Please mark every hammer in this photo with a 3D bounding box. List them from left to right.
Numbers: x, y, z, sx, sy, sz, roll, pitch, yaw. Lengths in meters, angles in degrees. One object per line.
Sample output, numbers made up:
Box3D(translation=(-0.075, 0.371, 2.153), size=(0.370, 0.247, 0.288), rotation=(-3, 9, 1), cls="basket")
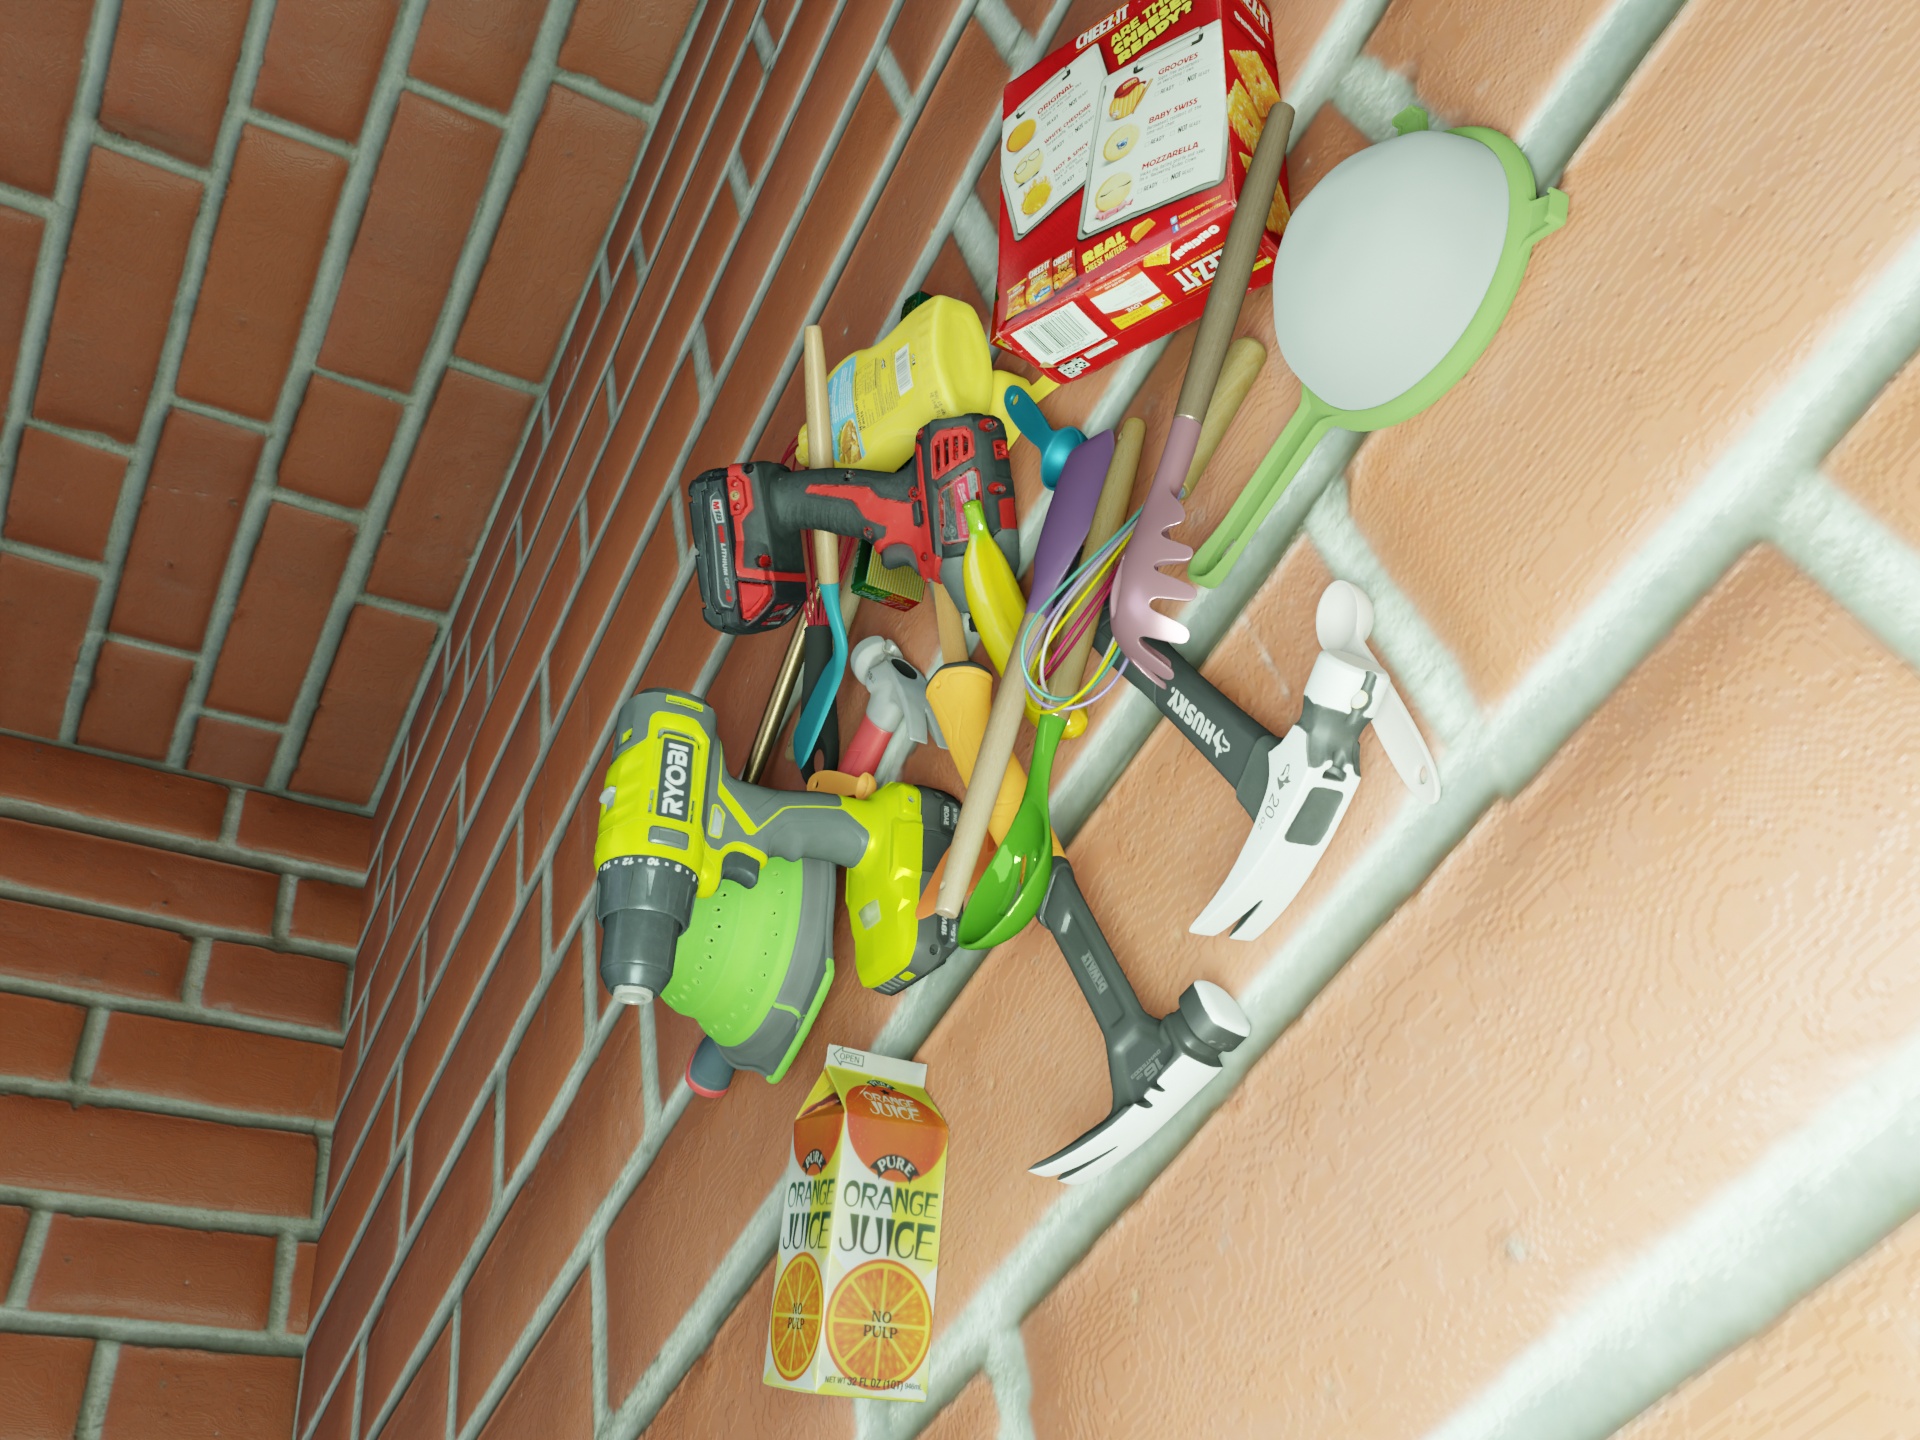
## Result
Box3D(translation=(-0.116, 0.134, 1.183), size=(0.386, 0.038, 0.143), rotation=(-64, 29, 19), cls="hammer")
Box3D(translation=(0.038, 0.082, 0.857), size=(0.127, 0.034, 0.337), rotation=(-49, 38, 19), cls="hammer")
Box3D(translation=(0.104, -0.018, 0.831), size=(0.335, 0.035, 0.146), rotation=(-126, 51, -61), cls="hammer")

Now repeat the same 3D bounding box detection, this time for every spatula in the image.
Box3D(translation=(-0.108, -0.125, 1.161), size=(0.082, 0.044, 0.317), rotation=(-125, 32, -73), cls="spatula")
Box3D(translation=(-0.002, -0.003, 1.034), size=(0.081, 0.041, 0.323), rotation=(-31, 41, 21), cls="spatula")
Box3D(translation=(0.037, -0.036, 0.894), size=(0.060, 0.018, 0.316), rotation=(-19, 46, 54), cls="spatula")

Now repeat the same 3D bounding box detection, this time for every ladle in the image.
Box3D(translation=(-0.183, 0.026, 1.361), size=(0.078, 0.062, 0.320), rotation=(21, 91, 58), cls="ladle")

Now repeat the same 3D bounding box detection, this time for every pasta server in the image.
Box3D(translation=(0.127, -0.169, 0.788), size=(0.060, 0.040, 0.316), rotation=(98, -170, -76), cls="pasta server")

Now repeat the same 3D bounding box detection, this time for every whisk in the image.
Box3D(translation=(-0.113, -0.092, 1.259), size=(0.073, 0.073, 0.296), rotation=(-17, 72, 60), cls="whisk")
Box3D(translation=(0.096, -0.105, 0.826), size=(0.245, 0.051, 0.047), rotation=(-59, 5, -19), cls="whisk")

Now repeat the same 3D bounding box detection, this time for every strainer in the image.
Box3D(translation=(0.166, -0.177, 0.772), size=(0.256, 0.069, 0.152), rotation=(-58, 30, 25), cls="strainer")

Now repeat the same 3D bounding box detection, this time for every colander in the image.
Box3D(translation=(-0.203, 0.103, 1.213), size=(0.204, 0.094, 0.398), rotation=(-63, 31, 20), cls="colander")

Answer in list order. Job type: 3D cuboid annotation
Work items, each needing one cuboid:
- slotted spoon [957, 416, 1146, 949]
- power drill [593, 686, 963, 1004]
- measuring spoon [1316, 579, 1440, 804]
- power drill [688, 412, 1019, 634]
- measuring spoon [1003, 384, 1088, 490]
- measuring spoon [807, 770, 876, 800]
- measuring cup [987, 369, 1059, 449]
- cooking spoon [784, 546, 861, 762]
Box3D(translation=(0.057, -0.024, 0.846), size=(0.070, 0.031, 0.314), rotation=(-23, 47, 64), cls="slotted spoon")
Box3D(translation=(-0.115, 0.096, 0.982), size=(0.080, 0.228, 0.191), rotation=(-40, 41, 49), cls="power drill")
Box3D(translation=(0.188, -0.013, 0.699), size=(0.034, 0.018, 0.124), rotation=(114, 150, -44), cls="measuring spoon")
Box3D(translation=(-0.066, -0.121, 1.078), size=(0.220, 0.078, 0.143), rotation=(-6, 92, 20), cls="power drill")
Box3D(translation=(0.058, -0.187, 1.039), size=(0.042, 0.021, 0.129), rotation=(-59, 33, 23), cls="measuring spoon")
Box3D(translation=(-0.084, 0.047, 1.123), size=(0.117, 0.011, 0.021), rotation=(-3, 72, 64), cls="measuring spoon")
Box3D(translation=(0.047, -0.234, 1.086), size=(0.156, 0.029, 0.062), rotation=(-31, 48, 56), cls="measuring cup")
Box3D(translation=(-0.084, -0.115, 1.289), size=(0.069, 0.017, 0.319), rotation=(31, 103, 54), cls="cooking spoon")
